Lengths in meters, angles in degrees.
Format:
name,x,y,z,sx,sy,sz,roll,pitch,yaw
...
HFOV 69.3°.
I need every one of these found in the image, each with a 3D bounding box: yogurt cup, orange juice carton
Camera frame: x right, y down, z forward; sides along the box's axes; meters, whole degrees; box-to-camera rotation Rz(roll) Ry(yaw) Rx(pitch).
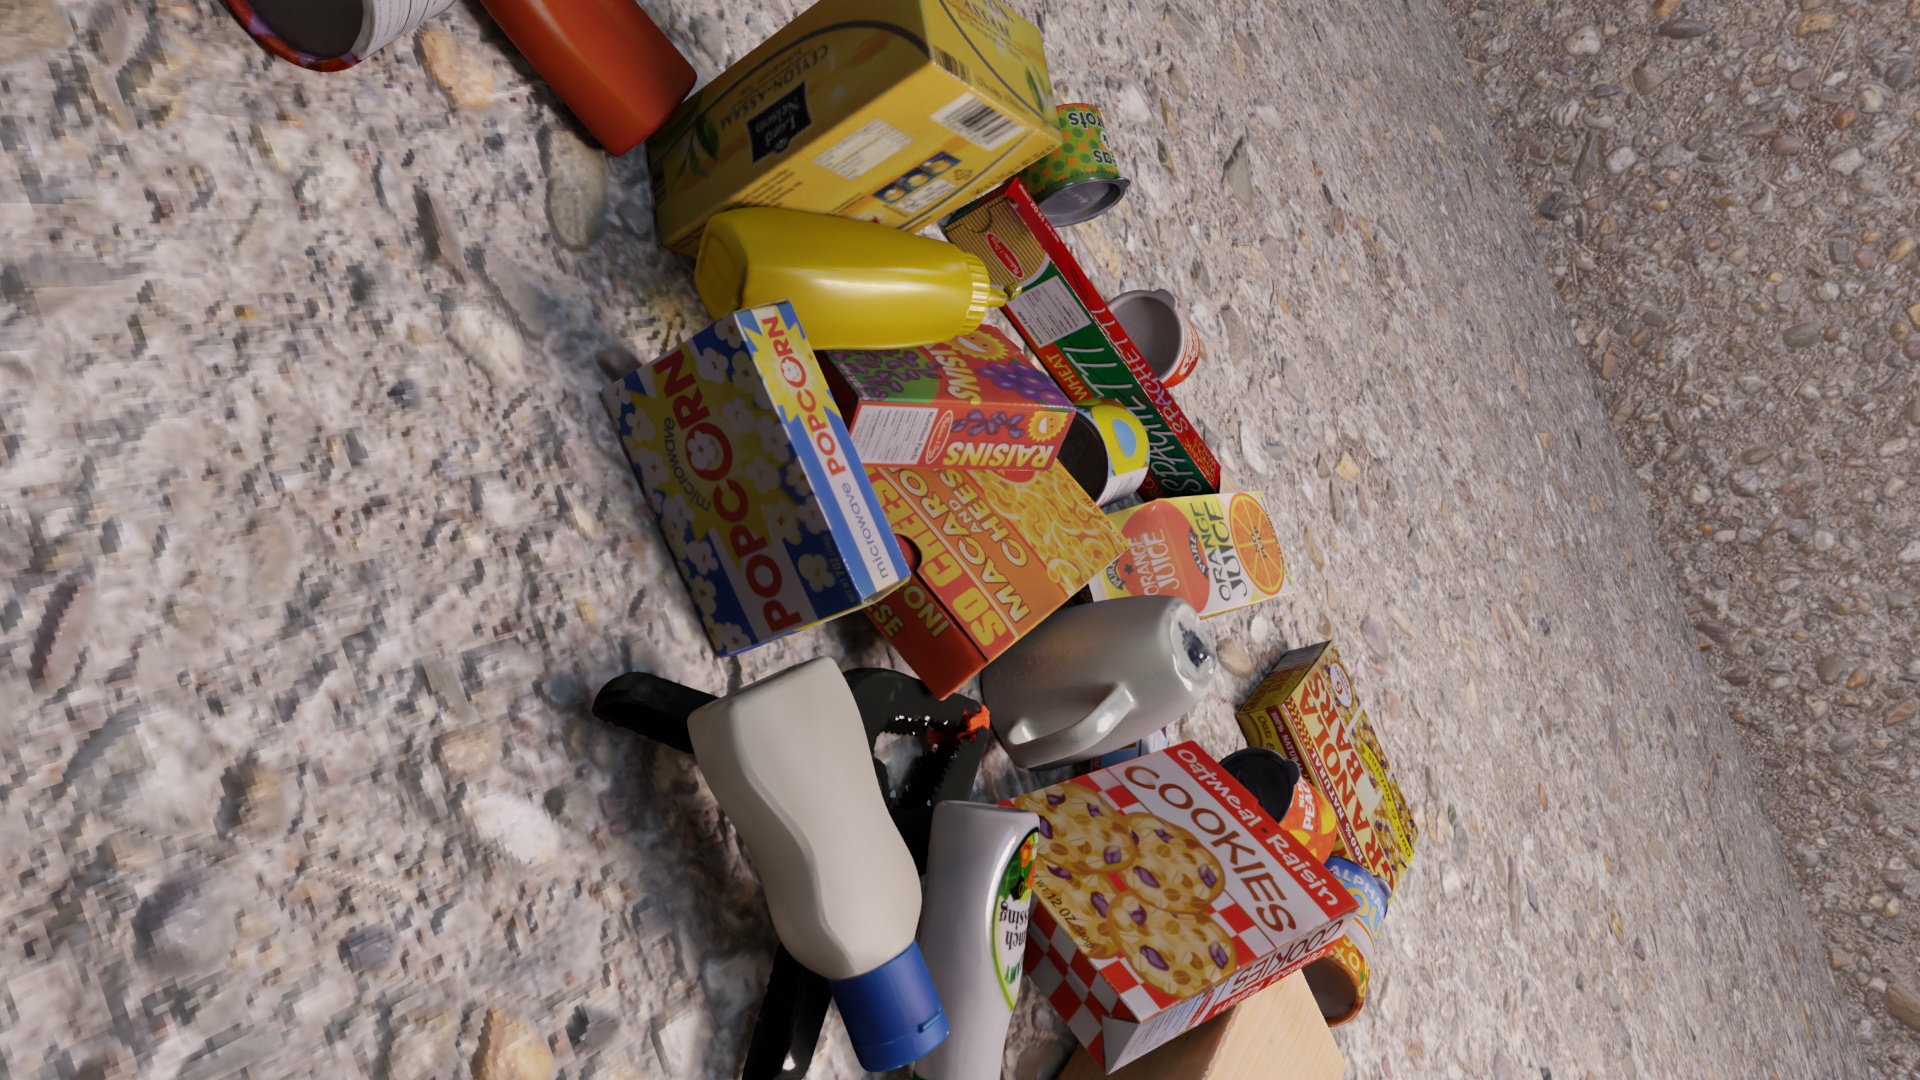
name,x,y,z,sx,sy,sz,roll,pitch,yaw
yogurt cup,0.128,-0.133,0.943,0.054,0.072,0.072,2,70,-62
orange juice carton,0.126,0.017,0.845,0.193,0.073,0.072,-6,77,-54

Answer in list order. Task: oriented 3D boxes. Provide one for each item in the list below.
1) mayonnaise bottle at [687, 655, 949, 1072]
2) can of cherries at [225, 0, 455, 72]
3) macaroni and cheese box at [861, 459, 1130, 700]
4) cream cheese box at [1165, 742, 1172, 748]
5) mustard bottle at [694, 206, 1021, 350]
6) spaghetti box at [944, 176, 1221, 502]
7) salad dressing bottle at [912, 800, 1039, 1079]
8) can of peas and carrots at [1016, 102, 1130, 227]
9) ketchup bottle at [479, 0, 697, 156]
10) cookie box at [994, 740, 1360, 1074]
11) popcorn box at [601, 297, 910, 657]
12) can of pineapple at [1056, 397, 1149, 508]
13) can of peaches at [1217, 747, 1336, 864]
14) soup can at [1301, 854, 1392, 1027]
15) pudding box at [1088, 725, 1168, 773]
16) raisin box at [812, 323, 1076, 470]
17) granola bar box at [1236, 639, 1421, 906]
name,x,y,z,sx,sy,sz,roll,pitch,yaw
mayonnaise bottle,-0.048,0.121,0.518,0.065,0.041,0.148,-22,90,-49
can of cherries,-0.227,-0.212,0.503,0.071,0.071,0.059,51,38,-23
macaroni and cheese box,0.002,-0.009,0.691,0.124,0.040,0.167,49,34,6
cream cheese box,0.118,0.173,0.790,0.053,0.024,0.104,45,40,-31
mustard bottle,-0.037,-0.115,0.631,0.160,0.048,0.065,-1,41,-34
spaghetti box,0.083,-0.116,0.882,0.249,0.050,0.029,50,39,-25
salad dressing bottle,0.003,0.185,0.577,0.064,0.044,0.148,29,66,-72
can of peas and carrots,0.072,-0.250,0.923,0.071,0.070,0.059,-2,73,-54
ketchup bottle,-0.181,-0.240,0.598,0.148,0.043,0.065,48,36,-27
cookie box,0.094,0.164,0.663,0.168,0.040,0.123,-8,42,-42
popcorn box,-0.085,-0.024,0.570,0.038,0.085,0.126,-27,94,-55
can of pineapple,0.069,-0.051,0.812,0.058,0.071,0.071,-18,87,-56
can of peaches,0.190,0.168,0.850,0.058,0.071,0.071,43,41,-34
soup can,0.224,0.244,0.853,0.071,0.071,0.084,59,35,-13
pudding box,0.097,0.106,0.784,0.049,0.030,0.084,56,34,-43
raisin box,-0.018,-0.073,0.665,0.123,0.040,0.086,0,36,-35
granola bar box,0.263,0.168,0.977,0.125,0.039,0.165,-30,96,-55
